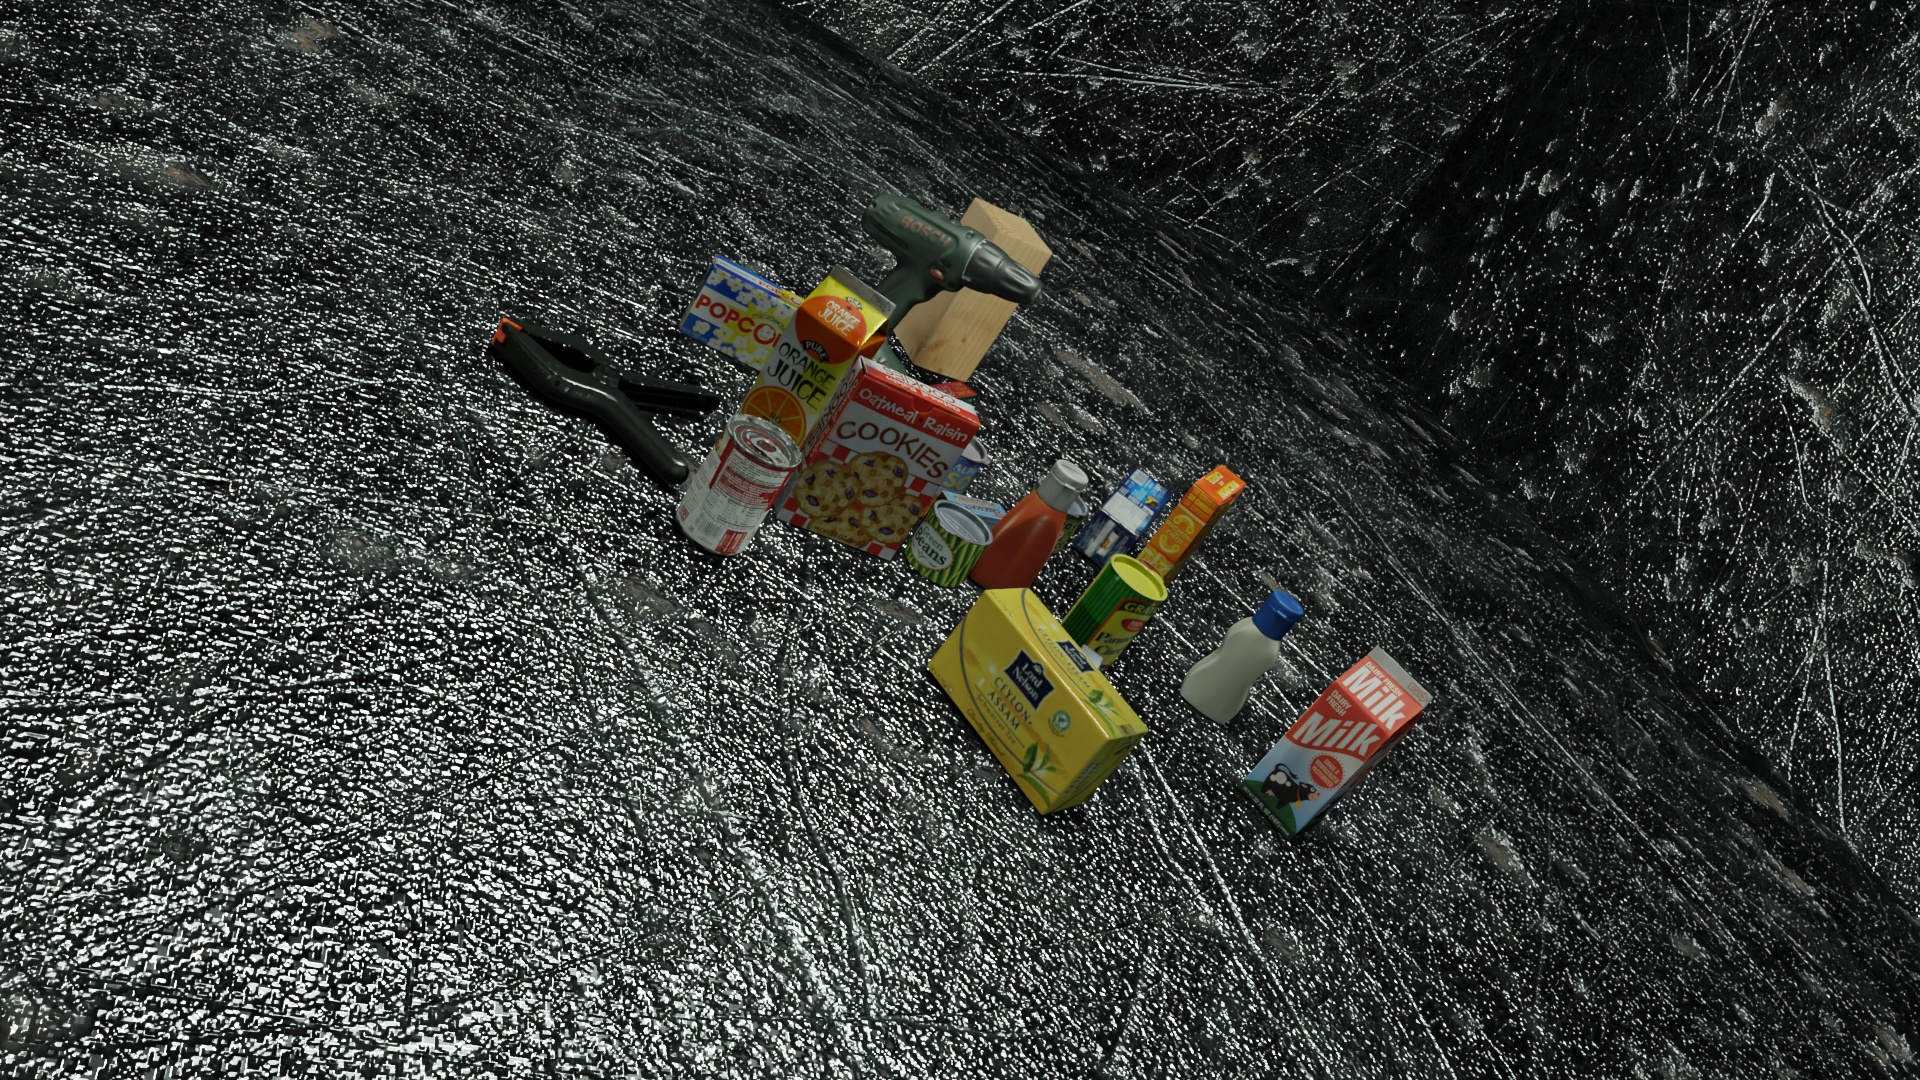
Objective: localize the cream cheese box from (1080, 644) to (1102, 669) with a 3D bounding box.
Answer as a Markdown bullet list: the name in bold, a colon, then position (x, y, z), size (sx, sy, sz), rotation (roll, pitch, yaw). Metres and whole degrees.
- **cream cheese box**: position (0.094, 0.136, 1.242), size (0.024, 0.053, 0.104), rotation (37, 25, 4)

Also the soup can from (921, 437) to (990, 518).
- **soup can**: position (-0.019, -0.070, 1.435), size (0.071, 0.083, 0.072), rotation (28, 25, -15)

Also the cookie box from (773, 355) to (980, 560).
- **cookie box**: position (-0.077, -0.072, 1.265), size (0.123, 0.166, 0.040), rotation (22, 27, -27)

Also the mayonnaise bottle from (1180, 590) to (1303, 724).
- **mayonnaise bottle**: position (0.289, 0.116, 1.410), size (0.065, 0.147, 0.041), rotation (37, 24, 4)

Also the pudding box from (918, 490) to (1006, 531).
- **pudding box**: position (0.005, -0.018, 1.412), size (0.084, 0.049, 0.030), rotation (11, 33, -42)

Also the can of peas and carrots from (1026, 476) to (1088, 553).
- **can of peas and carrots**: position (0.099, -0.026, 1.535), size (0.071, 0.058, 0.071), rotation (28, 25, -14)

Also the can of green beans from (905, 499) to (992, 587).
- **can of green beans**: position (-0.012, 0.003, 1.344), size (0.071, 0.057, 0.071), rotation (28, 25, -14)

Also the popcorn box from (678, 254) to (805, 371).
- **popcorn box**: position (-0.223, -0.235, 1.476), size (0.126, 0.085, 0.038), rotation (26, 26, -19)

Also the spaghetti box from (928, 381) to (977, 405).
- **spaghetti box**: position (-0.057, -0.145, 1.562), size (0.029, 0.050, 0.251), rotation (42, 25, 15)

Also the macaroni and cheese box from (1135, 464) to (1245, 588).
- **macaroni and cheese box**: position (0.240, 0.001, 1.534), size (0.040, 0.165, 0.124), rotation (40, 25, 11)

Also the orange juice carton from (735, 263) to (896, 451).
- **orange juice carton**: position (-0.138, -0.167, 1.331), size (0.072, 0.192, 0.073), rotation (37, 24, 5)

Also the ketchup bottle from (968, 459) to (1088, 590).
- **ketchup bottle**: position (0.070, -0.011, 1.363), size (0.065, 0.148, 0.044), rotation (27, 25, -18)

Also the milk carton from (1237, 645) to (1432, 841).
- **milk carton**: position (0.357, 0.190, 1.312), size (0.072, 0.189, 0.073), rotation (47, 27, 24)

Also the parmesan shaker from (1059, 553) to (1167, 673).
- **parmesan shaker**: position (0.148, 0.073, 1.364), size (0.071, 0.102, 0.071), rotation (28, 25, -15)
